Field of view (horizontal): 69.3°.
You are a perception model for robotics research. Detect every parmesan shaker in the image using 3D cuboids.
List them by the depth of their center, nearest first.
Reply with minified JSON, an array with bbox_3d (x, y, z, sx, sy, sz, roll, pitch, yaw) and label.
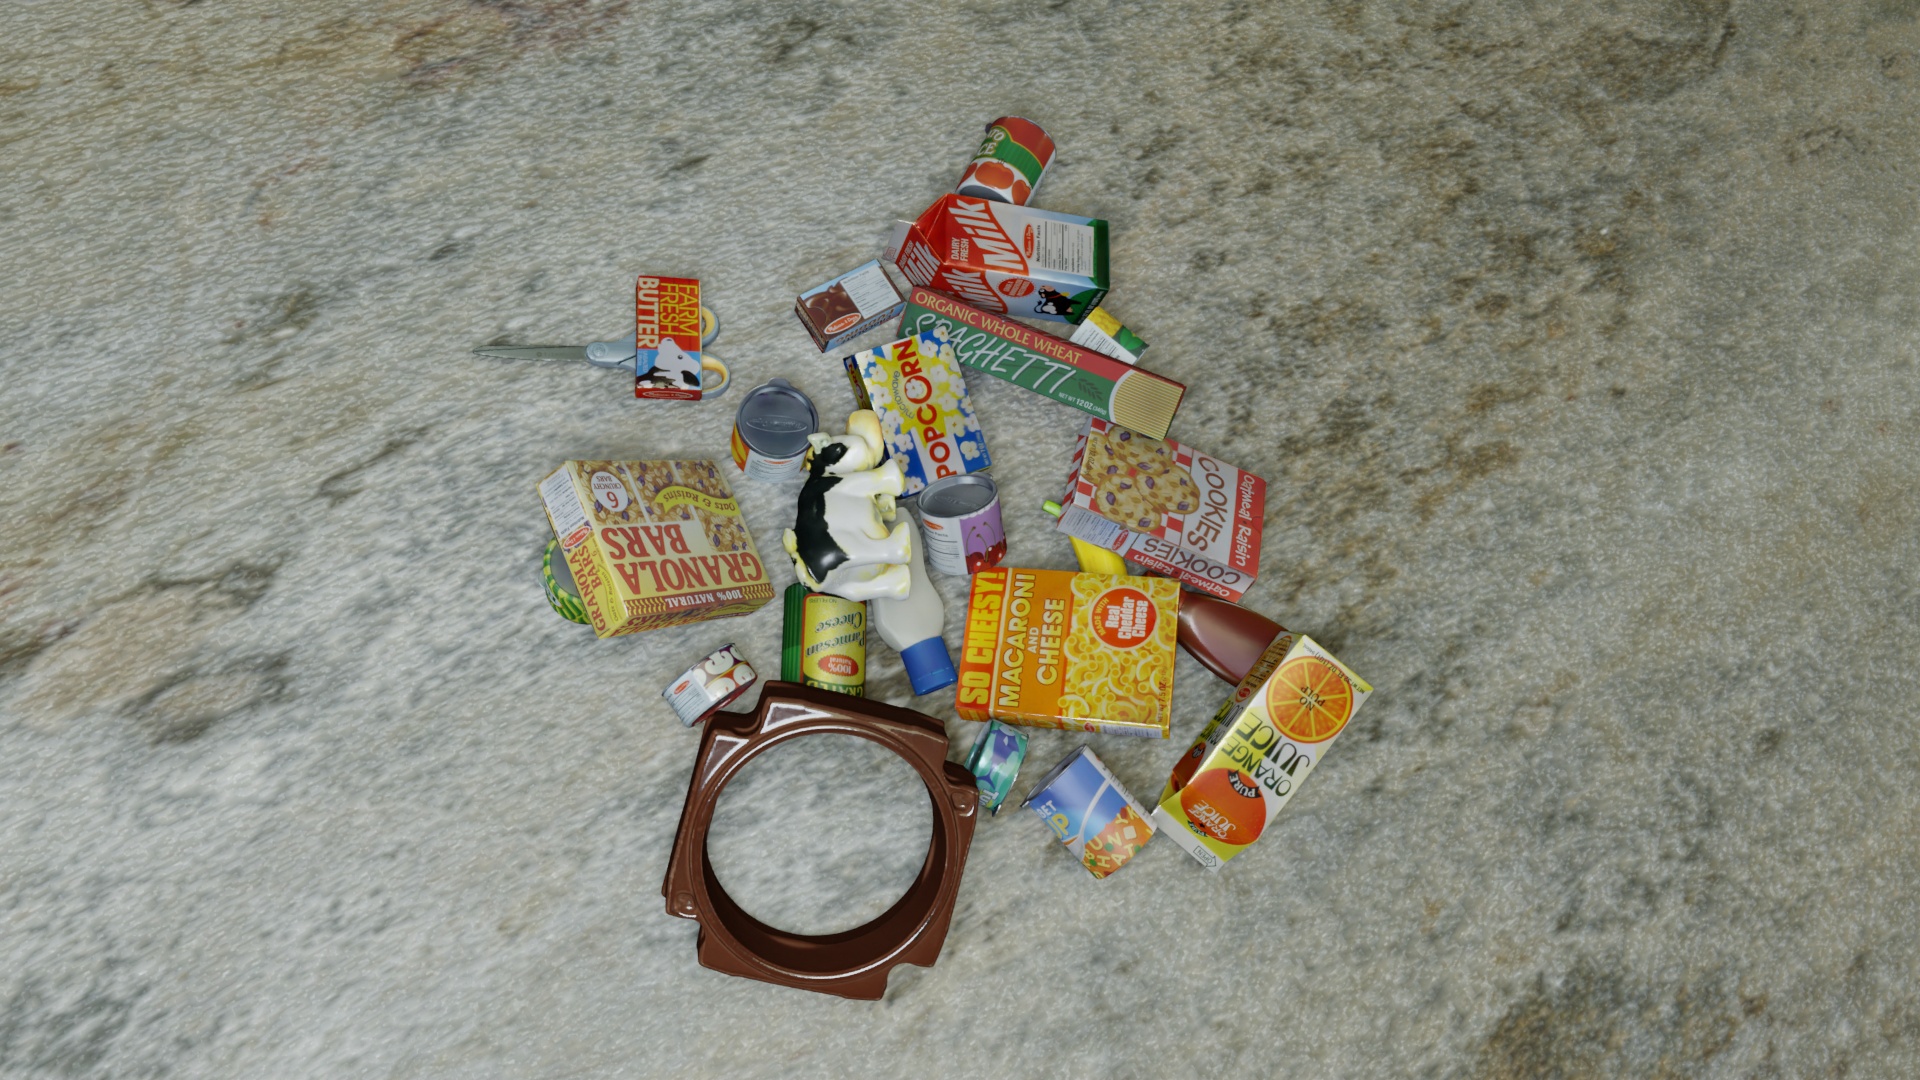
[{"bbox_3d":[-0.108,0.088,1.070,0.071,0.071,0.103,4,70,-13],"label":"parmesan shaker"}]

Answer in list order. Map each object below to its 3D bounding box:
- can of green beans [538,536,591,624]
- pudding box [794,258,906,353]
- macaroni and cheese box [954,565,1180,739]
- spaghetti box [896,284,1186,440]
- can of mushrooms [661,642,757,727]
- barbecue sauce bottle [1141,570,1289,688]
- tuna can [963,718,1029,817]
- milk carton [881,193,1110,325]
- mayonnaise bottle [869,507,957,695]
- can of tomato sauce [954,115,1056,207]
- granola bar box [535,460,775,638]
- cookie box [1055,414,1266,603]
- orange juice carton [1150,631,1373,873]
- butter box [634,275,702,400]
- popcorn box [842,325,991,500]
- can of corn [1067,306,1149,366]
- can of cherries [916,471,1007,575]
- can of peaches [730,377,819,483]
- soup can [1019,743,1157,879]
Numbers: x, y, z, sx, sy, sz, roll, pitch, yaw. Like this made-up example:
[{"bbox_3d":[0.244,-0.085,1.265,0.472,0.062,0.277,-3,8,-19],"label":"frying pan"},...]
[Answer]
[{"bbox_3d":[-0.281,0.025,1.052,0.071,0.057,0.071,5,70,-13],"label":"can of green beans"},{"bbox_3d":[-0.096,-0.203,1.196,0.084,0.030,0.049,-31,82,-22],"label":"pudding box"},{"bbox_3d":[0.087,0.088,1.105,0.166,0.040,0.124,4,67,11],"label":"macaroni and cheese box"},{"bbox_3d":[0.066,-0.153,1.184,0.250,0.029,0.050,22,105,7],"label":"spaghetti box"},{"bbox_3d":[-0.186,0.108,1.044,0.071,0.070,0.033,-35,83,-23],"label":"can of mushrooms"},{"bbox_3d":[0.214,0.076,1.173,0.148,0.043,0.065,30,72,-2],"label":"barbecue sauce bottle"},{"bbox_3d":[0.024,0.176,1.075,0.033,0.071,0.071,25,67,-4],"label":"tuna can"},{"bbox_3d":[0.030,-0.249,1.224,0.191,0.072,0.073,7,70,-14],"label":"milk carton"},{"bbox_3d":[-0.046,0.050,1.115,0.065,0.041,0.148,-18,78,-19],"label":"mayonnaise bottle"},{"bbox_3d":[0.039,-0.332,1.258,0.071,0.071,0.083,28,67,-4],"label":"can of tomato sauce"},{"bbox_3d":[-0.223,0.002,1.033,0.166,0.039,0.124,-5,67,-60],"label":"granola bar box"},{"bbox_3d":[0.174,-0.031,1.181,0.167,0.040,0.123,22,47,-6],"label":"cookie box"},{"bbox_3d":[0.235,0.169,1.112,0.072,0.073,0.193,38,88,0],"label":"orange juice carton"},{"bbox_3d":[-0.238,-0.165,1.130,0.053,0.024,0.104,1,70,-16],"label":"butter box"},{"bbox_3d":[-0.035,-0.106,1.156,0.085,0.038,0.126,-20,94,-19],"label":"popcorn box"},{"bbox_3d":[0.124,-0.164,1.223,0.058,0.071,0.071,38,66,1],"label":"can of corn"},{"bbox_3d":[0.004,-0.014,1.126,0.071,0.058,0.072,-8,31,5],"label":"can of cherries"},{"bbox_3d":[-0.151,-0.088,1.126,0.071,0.058,0.071,5,70,-13],"label":"can of peaches"},{"bbox_3d":[0.100,0.213,1.083,0.071,0.071,0.084,-41,86,-23],"label":"soup can"}]
